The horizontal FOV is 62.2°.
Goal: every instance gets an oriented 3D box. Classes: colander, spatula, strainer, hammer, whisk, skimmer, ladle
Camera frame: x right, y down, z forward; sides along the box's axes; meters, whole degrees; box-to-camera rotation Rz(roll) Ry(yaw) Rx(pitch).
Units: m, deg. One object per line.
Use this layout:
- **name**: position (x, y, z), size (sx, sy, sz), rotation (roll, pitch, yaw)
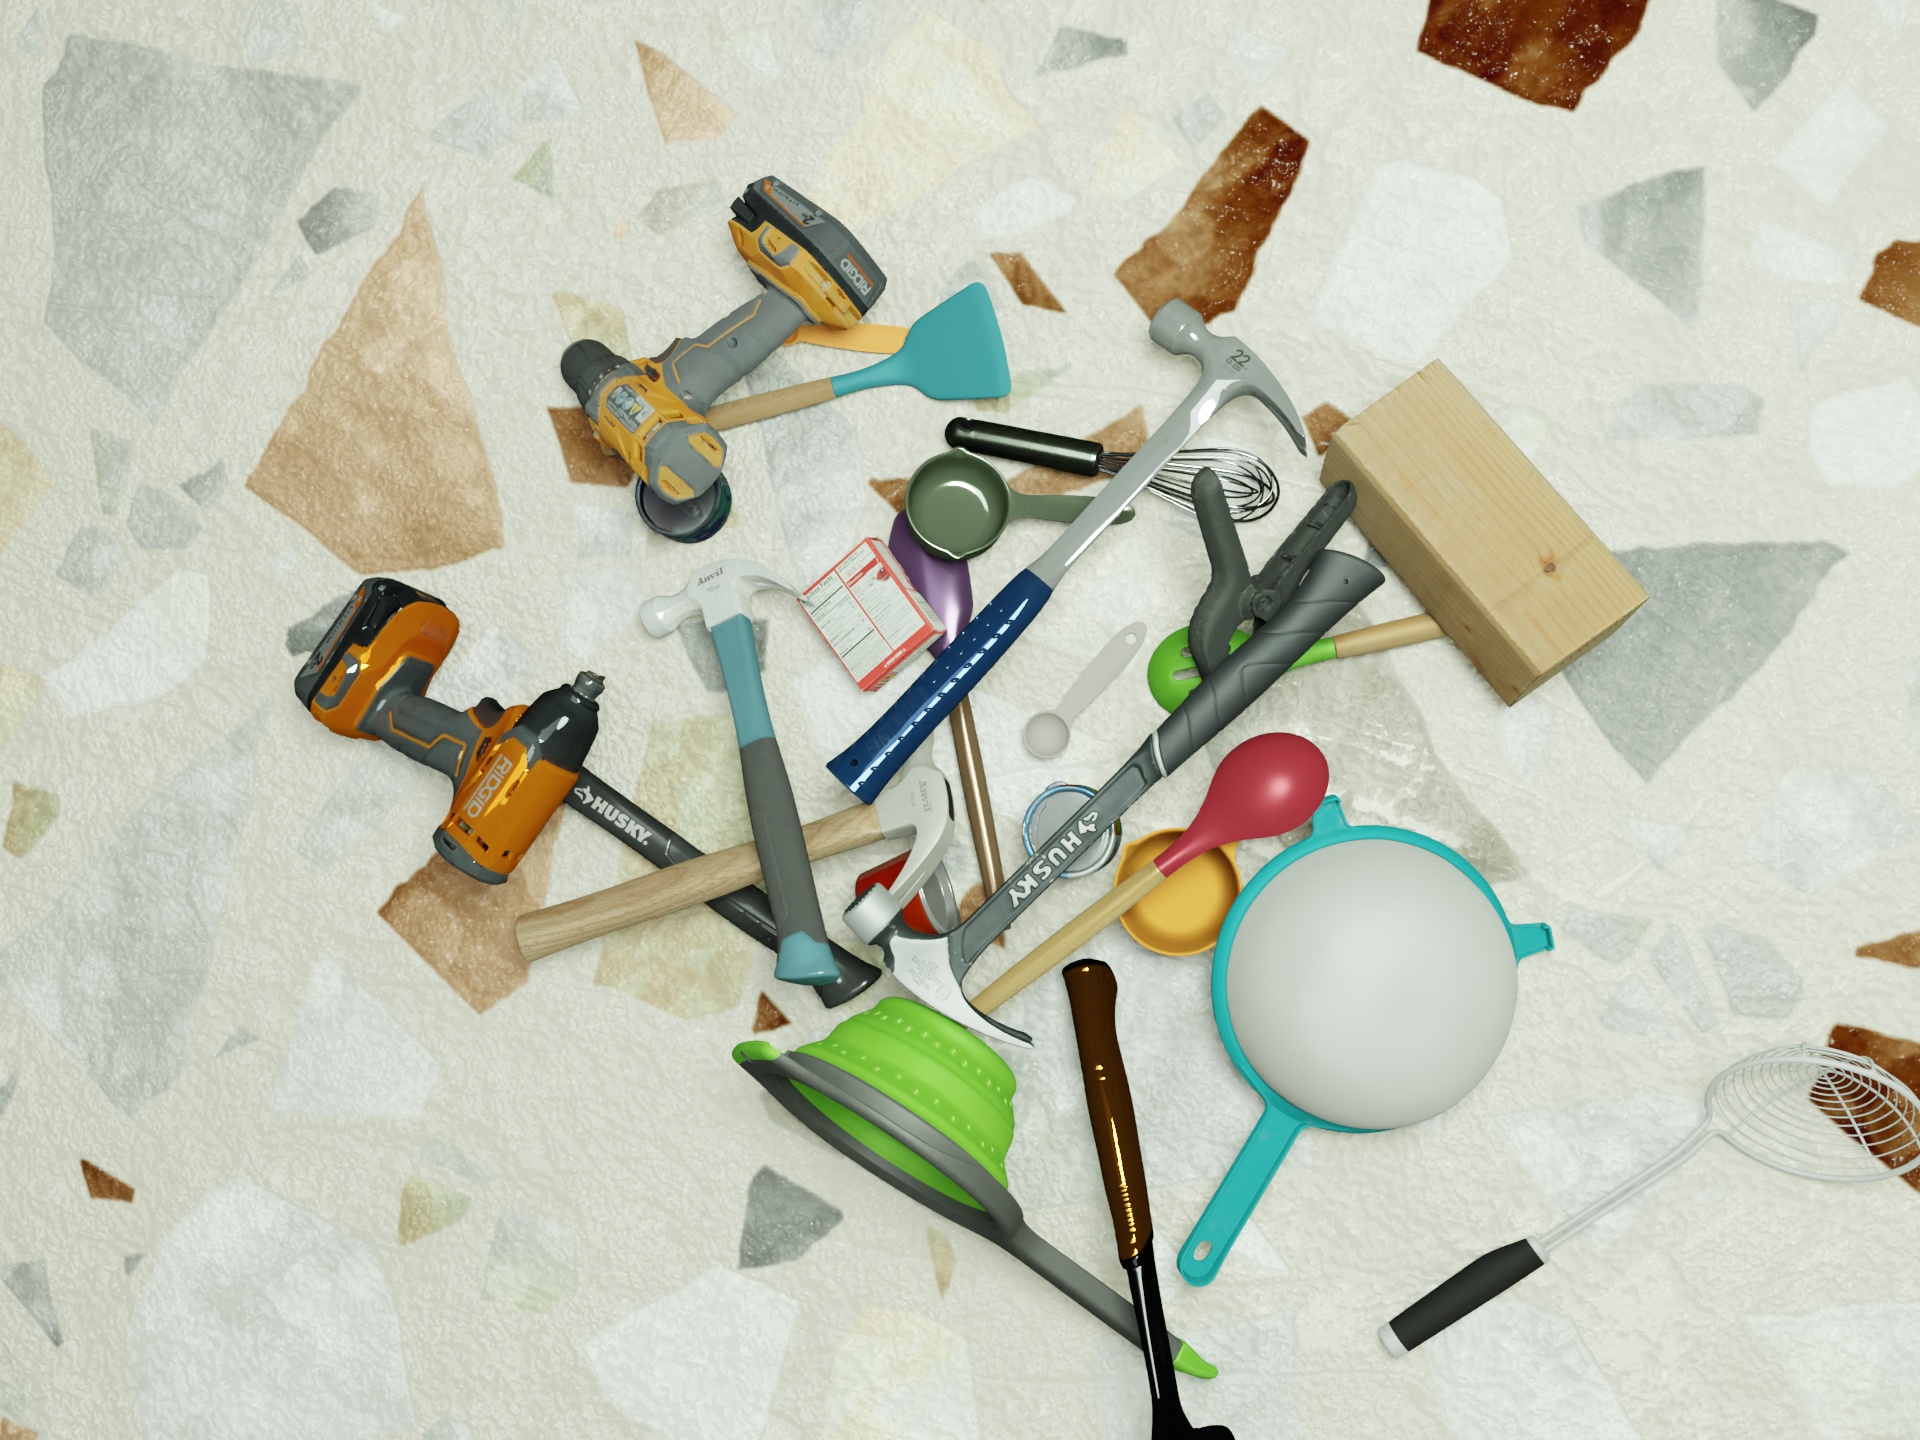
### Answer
- **colander**: position (0.034, 0.302, 1.078), size (0.397, 0.204, 0.094), rotation (38, 67, -8)
- **spatula**: position (-0.121, -0.241, 1.172), size (0.317, 0.044, 0.082), rotation (-13, 101, 9)
- **strainer**: position (0.243, 0.233, 1.033), size (0.211, 0.095, 0.340), rotation (31, 90, -6)
- **hammer**: position (-0.160, 0.107, 1.116), size (0.331, 0.031, 0.130), rotation (-19, 62, 9)
- **hammer**: position (0.065, -0.100, 1.080), size (0.144, 0.035, 0.405), rotation (42, 88, 21)
- **whisk**: position (0.106, -0.184, 1.136), size (0.246, 0.059, 0.058), rotation (13, 45, 13)
- **skimmer**: position (0.437, 0.327, 1.025), size (0.363, 0.090, 0.127), rotation (-36, 113, 7)
- **ladle**: position (0.113, 0.115, 1.069), size (0.315, 0.031, 0.069), rotation (-39, 65, 9)
- **hammer**: position (-0.139, 0.030, 1.102), size (0.128, 0.033, 0.331), rotation (-25, 62, 17)
- **hammer**: position (0.119, 0.040, 1.034), size (0.409, 0.036, 0.149), rotation (-44, 92, 1)
- **hammer**: position (-0.200, 0.100, 1.168), size (0.335, 0.035, 0.146), rotation (34, 93, 9)
- **hammer**: position (0.105, 0.318, 1.038), size (0.034, 0.127, 0.337), rotation (-27, 59, 32)
- **spatula**: position (-0.002, -0.004, 1.152), size (0.060, 0.018, 0.316), rotation (-12, 83, 5)

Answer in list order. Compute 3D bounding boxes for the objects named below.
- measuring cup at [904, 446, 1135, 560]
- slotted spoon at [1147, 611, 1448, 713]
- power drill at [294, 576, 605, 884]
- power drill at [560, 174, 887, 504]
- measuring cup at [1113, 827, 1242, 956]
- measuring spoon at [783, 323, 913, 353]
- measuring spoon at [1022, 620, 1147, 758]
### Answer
- **measuring cup**: position (0.041, -0.150, 1.151), size (0.167, 0.038, 0.083), rotation (2, 79, -8)
- **slotted spoon**: position (0.285, -0.059, 1.107), size (0.314, 0.031, 0.070), rotation (-12, 86, 7)
- **power drill**: position (-0.362, -0.010, 1.153), size (0.227, 0.084, 0.164), rotation (37, 93, 24)
- **power drill**: position (-0.184, -0.284, 1.155), size (0.226, 0.084, 0.186), rotation (-47, 53, 1)
- **measuring cup**: position (0.179, 0.086, 1.102), size (0.095, 0.052, 0.173), rotation (41, 91, 9)
- **measuring spoon**: position (-0.081, -0.286, 1.188), size (0.117, 0.011, 0.021), rotation (5, 95, 6)
- **measuring spoon**: position (0.092, -0.022, 1.143), size (0.034, 0.018, 0.124), rotation (41, 86, 9)
